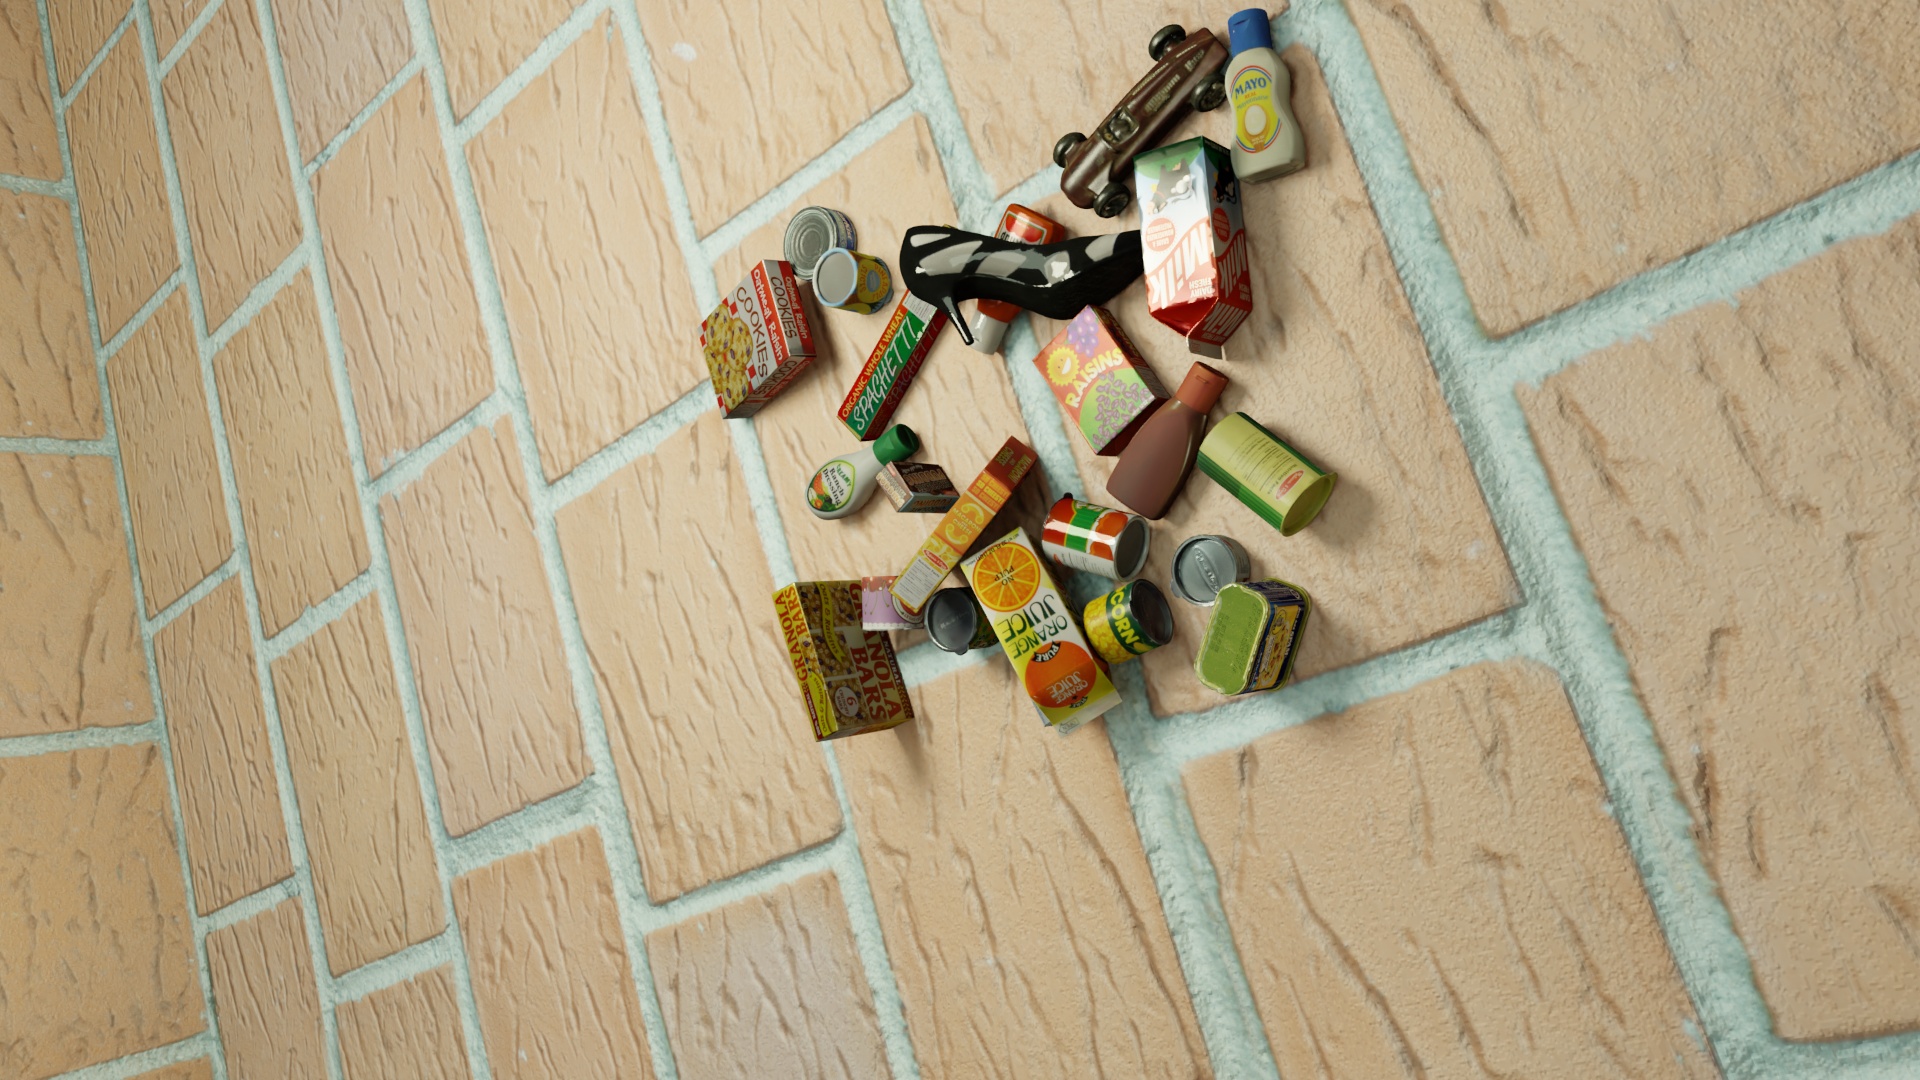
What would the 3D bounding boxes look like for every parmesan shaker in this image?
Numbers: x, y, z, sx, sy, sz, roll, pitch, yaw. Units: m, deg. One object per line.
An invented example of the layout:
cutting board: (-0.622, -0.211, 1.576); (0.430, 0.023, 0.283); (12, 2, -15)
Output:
parmesan shaker: (0.270, -0.062, 1.227); (0.103, 0.071, 0.071); (43, 114, 30)

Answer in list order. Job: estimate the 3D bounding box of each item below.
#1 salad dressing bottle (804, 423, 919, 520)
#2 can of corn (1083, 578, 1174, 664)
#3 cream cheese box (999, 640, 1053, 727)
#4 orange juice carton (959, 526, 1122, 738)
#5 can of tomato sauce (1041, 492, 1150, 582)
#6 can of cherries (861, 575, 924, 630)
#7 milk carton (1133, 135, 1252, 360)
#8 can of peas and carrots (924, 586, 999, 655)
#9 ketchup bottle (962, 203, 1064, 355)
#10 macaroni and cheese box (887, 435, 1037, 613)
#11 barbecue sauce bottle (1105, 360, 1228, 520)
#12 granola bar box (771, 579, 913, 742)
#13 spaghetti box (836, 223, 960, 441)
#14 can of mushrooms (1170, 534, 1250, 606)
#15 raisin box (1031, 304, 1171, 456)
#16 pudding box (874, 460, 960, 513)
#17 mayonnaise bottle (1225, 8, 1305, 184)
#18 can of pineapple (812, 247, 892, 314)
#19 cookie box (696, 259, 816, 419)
salad dressing bottle: (-0.108, -0.076, 1.523); (0.147, 0.044, 0.064); (-34, 71, 31)
can of corn: (0.157, 0.077, 1.306); (0.058, 0.071, 0.071); (-28, 73, 34)
cream cheese box: (0.085, 0.129, 1.388); (0.053, 0.024, 0.104); (-39, 68, 29)
orange juice carton: (0.081, 0.089, 1.336); (0.072, 0.073, 0.193); (-32, 70, 11)
can of tomato sauce: (0.130, -0.003, 1.330); (0.083, 0.071, 0.071); (16, 99, 35)
can of cherries: (-0.070, 0.066, 1.479); (0.071, 0.071, 0.058); (-3, 87, 37)
milk carton: (0.214, -0.261, 1.265); (0.073, 0.072, 0.190); (-8, 85, 36)
can of peas and carrots: (0.008, 0.082, 1.425); (0.071, 0.059, 0.071); (1, 91, 37)
ketchup bottle: (0.048, -0.262, 1.407); (0.065, 0.043, 0.148); (33, 110, 23)
macaroni and cheese box: (0.005, -0.017, 1.389); (0.040, 0.124, 0.165); (39, 115, -1)
barbecue sauce bottle: (0.197, -0.095, 1.294); (0.065, 0.044, 0.148); (36, 110, 19)
granola bar box: (-0.124, 0.124, 1.483); (0.039, 0.124, 0.166); (-28, 73, 33)
spaghetti box: (-0.056, -0.220, 1.494); (0.050, 0.029, 0.249); (44, 114, 28)
can of mushrooms: (0.228, 0.028, 1.276); (0.071, 0.033, 0.071); (0, 90, 36)
raisin box: (0.136, -0.154, 1.344); (0.085, 0.040, 0.123); (-44, 64, 29)
pudding box: (-0.044, -0.054, 1.450); (0.030, 0.084, 0.050); (-45, 65, 28)
mayonnaise bottle: (0.268, -0.399, 1.245); (0.064, 0.041, 0.148); (-12, 83, 37)
can of pineapple: (-0.118, -0.284, 1.523); (0.071, 0.058, 0.071); (0, 90, 37)
cookie box: (-0.236, -0.230, 1.602); (0.166, 0.040, 0.123); (-32, 70, 47)
